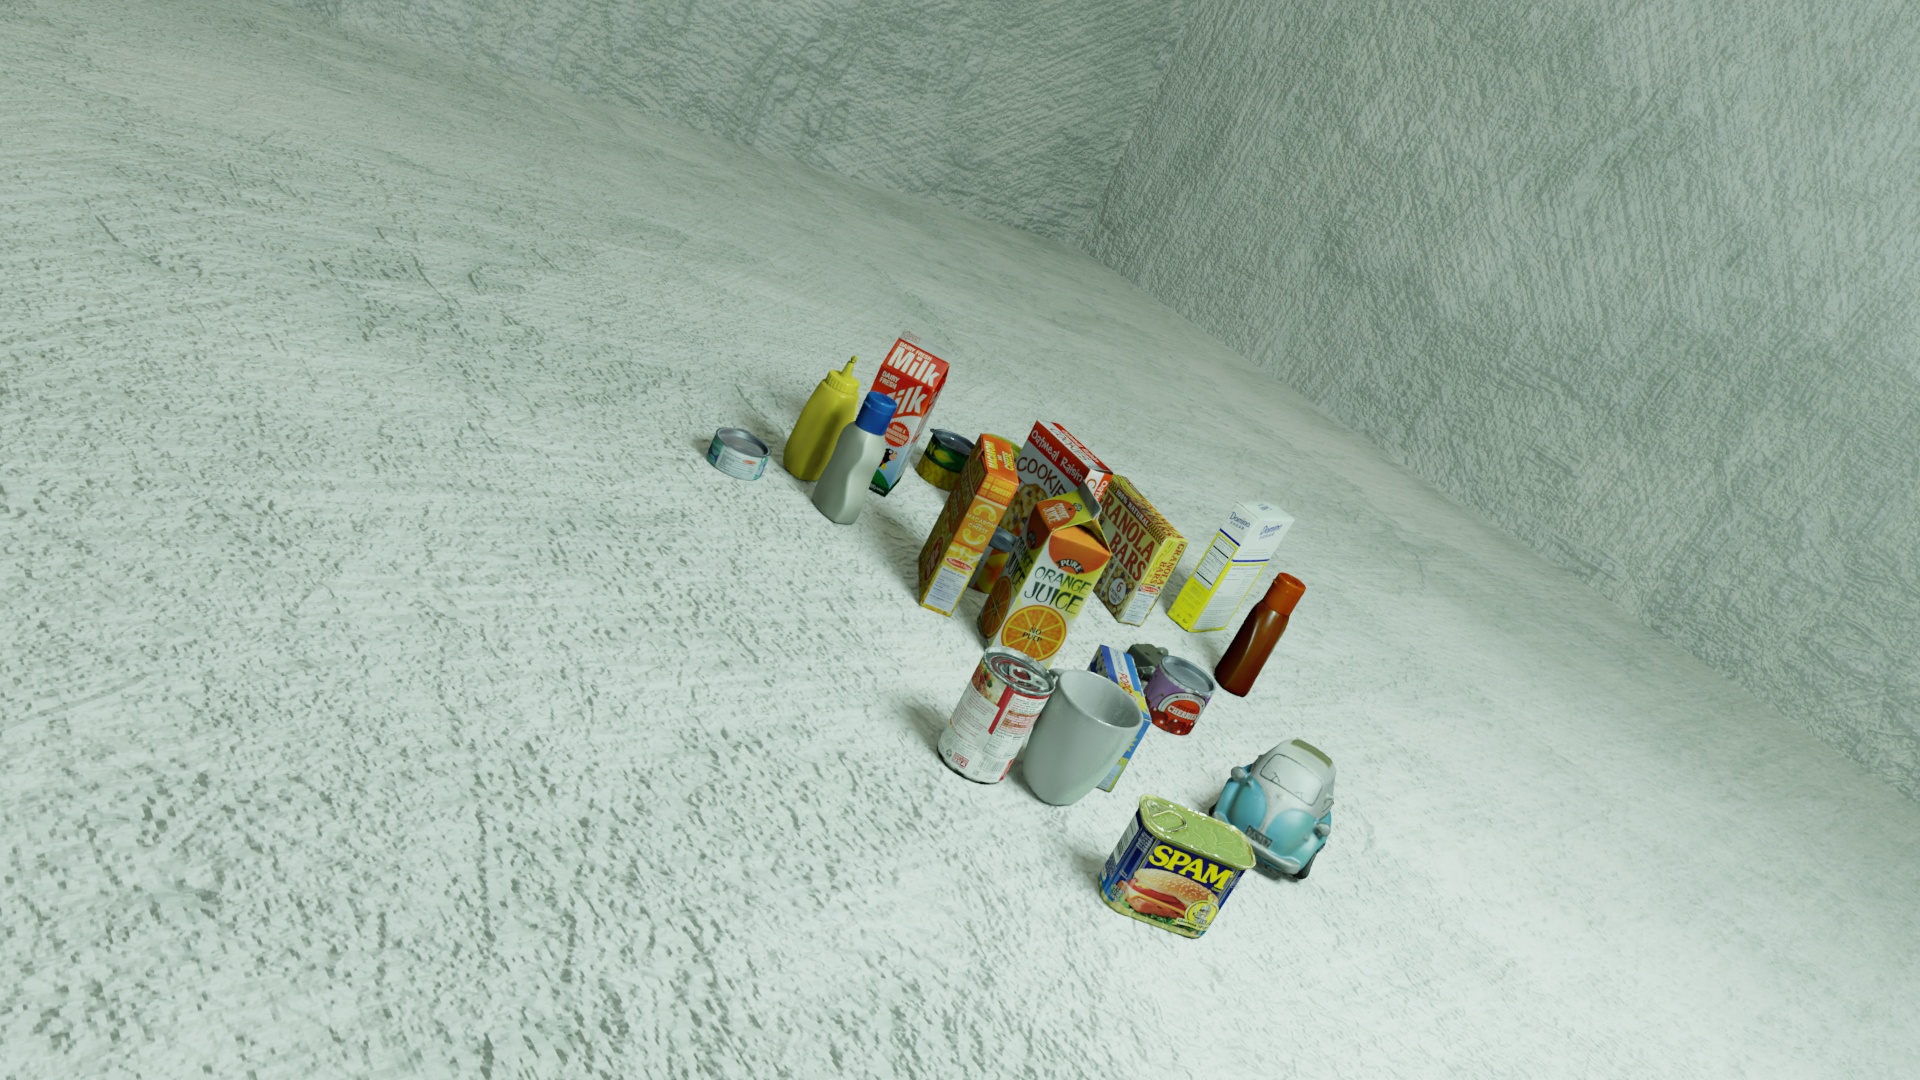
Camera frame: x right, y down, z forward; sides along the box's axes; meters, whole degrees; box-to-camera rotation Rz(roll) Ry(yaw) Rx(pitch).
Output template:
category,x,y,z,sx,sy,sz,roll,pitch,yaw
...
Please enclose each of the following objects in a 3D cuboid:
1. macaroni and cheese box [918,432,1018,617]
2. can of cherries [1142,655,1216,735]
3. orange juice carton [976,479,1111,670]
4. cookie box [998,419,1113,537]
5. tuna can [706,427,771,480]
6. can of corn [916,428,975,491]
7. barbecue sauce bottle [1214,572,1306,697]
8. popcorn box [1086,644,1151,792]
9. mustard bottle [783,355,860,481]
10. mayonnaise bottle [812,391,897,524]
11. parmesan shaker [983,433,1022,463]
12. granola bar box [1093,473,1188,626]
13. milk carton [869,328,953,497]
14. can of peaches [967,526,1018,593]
category,x,y,z,sx,sy,sz,roll,pitch,yaw
macaroni and cheese box,0.005,-0.019,1.485,0.040,0.165,0.124,22,21,-12
can of cherries,0.228,0.165,1.465,0.071,0.058,0.072,23,21,-9
orange juice carton,0.093,0.032,1.431,0.073,0.192,0.072,19,22,-18
cookie box,0.100,-0.043,1.650,0.040,0.166,0.123,10,26,-38
tuna can,-0.249,-0.098,1.562,0.071,0.032,0.071,23,21,-9
can of corn,-0.019,-0.105,1.812,0.071,0.058,0.071,23,21,-9
barbecue sauce bottle,0.349,0.107,1.616,0.044,0.148,0.065,24,21,-8
popcorn box,0.138,0.166,1.319,0.038,0.085,0.127,22,21,-11
mustard bottle,-0.152,-0.146,1.609,0.049,0.159,0.065,39,24,30
mayonnaise bottle,-0.115,-0.094,1.547,0.041,0.147,0.065,6,29,-43
parmesan shaker,0.036,-0.072,1.735,0.071,0.102,0.071,23,21,-9
granola bar box,0.200,0.009,1.706,0.039,0.123,0.166,14,24,-31
milk carton,-0.077,-0.157,1.682,0.072,0.189,0.074,27,20,2
can of peaches,0.031,0.020,1.576,0.071,0.058,0.071,23,21,-9
